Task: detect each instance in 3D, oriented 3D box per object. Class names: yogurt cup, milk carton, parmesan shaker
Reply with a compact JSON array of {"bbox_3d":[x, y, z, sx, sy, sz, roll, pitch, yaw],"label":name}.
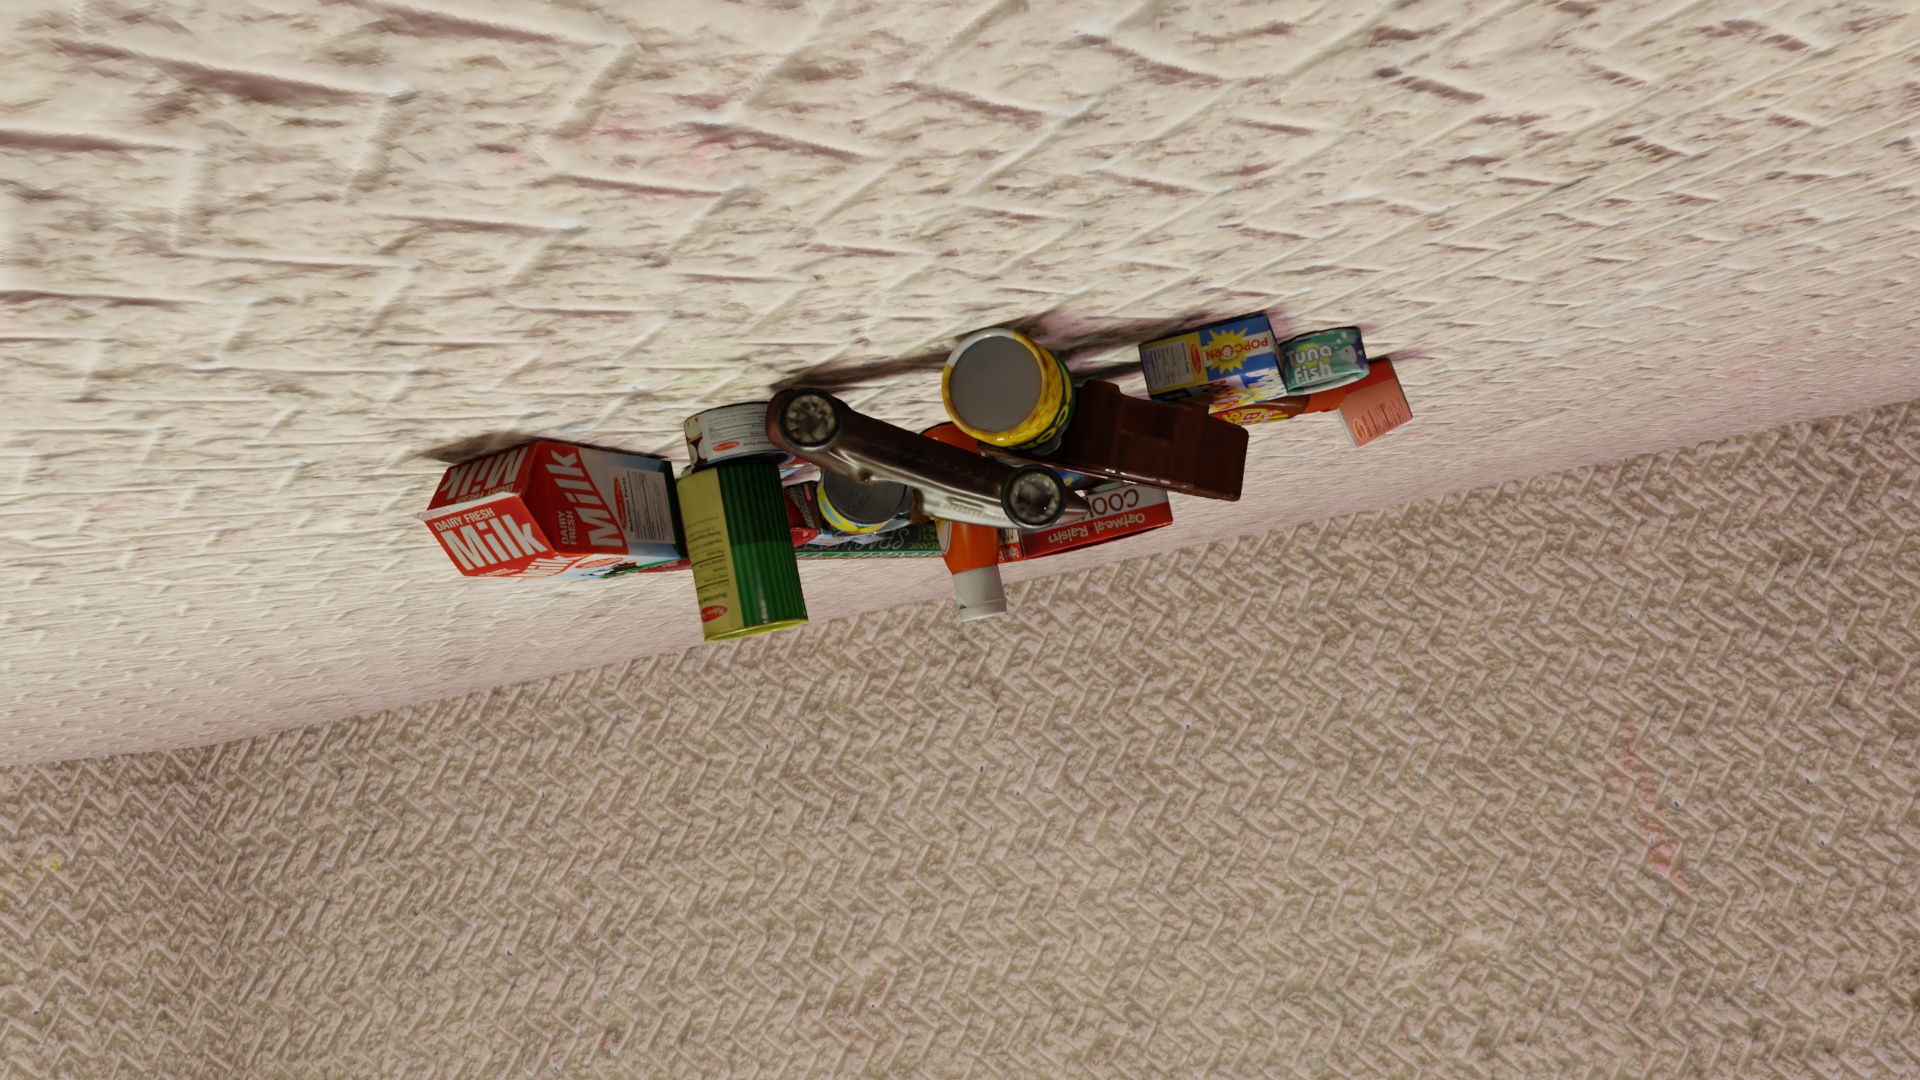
[{"bbox_3d":[0.338,-0.116,1.148,0.054,0.072,0.072,-22,171,19],"label":"yogurt cup"},{"bbox_3d":[-0.260,-0.017,0.893,0.072,0.073,0.191,-13,174,19],"label":"milk carton"},{"bbox_3d":[-0.136,0.007,0.876,0.071,0.103,0.071,-11,174,-1],"label":"parmesan shaker"}]

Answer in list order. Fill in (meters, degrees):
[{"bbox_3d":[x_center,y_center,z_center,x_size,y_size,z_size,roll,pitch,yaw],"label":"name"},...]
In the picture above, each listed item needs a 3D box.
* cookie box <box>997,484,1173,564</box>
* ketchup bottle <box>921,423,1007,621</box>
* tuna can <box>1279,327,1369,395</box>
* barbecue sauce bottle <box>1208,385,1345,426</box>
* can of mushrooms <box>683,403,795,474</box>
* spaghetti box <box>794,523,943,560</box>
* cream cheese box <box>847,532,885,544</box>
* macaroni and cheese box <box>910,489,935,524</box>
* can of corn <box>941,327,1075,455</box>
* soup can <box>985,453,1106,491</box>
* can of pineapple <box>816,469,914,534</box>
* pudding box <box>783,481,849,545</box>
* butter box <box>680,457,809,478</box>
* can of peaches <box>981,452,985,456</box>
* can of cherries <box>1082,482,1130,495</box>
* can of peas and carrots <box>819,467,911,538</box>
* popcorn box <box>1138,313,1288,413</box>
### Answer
[{"bbox_3d":[0.086,-0.012,1.122,0.123,0.040,0.167,-14,180,-11],"label":"cookie box"},{"bbox_3d":[0.004,-0.013,1.067,0.043,0.149,0.064,-10,174,-20],"label":"ketchup bottle"},{"bbox_3d":[0.261,-0.129,1.009,0.071,0.033,0.071,-11,175,-1],"label":"tuna can"},{"bbox_3d":[0.229,-0.111,1.071,0.149,0.043,0.064,-9,172,-26],"label":"barbecue sauce bottle"},{"bbox_3d":[-0.141,-0.063,0.883,0.071,0.033,0.071,-12,174,-1],"label":"can of mushrooms"},{"bbox_3d":[-0.125,0.002,1.337,0.250,0.029,0.050,-1,172,3],"label":"spaghetti box"},{"bbox_3d":[-0.092,-0.028,1.215,0.024,0.053,0.104,-14,174,7],"label":"cream cheese box"},{"bbox_3d":[0.025,-0.045,1.337,0.124,0.040,0.166,-8,173,-18],"label":"macaroni and cheese box"},{"bbox_3d":[0.029,-0.085,0.809,0.071,0.071,0.058,-13,173,18],"label":"can of corn"},{"bbox_3d":[0.071,-0.065,1.062,0.084,0.071,0.071,-9,174,-46],"label":"soup can"},{"bbox_3d":[-0.074,-0.039,1.064,0.071,0.071,0.057,-10,175,-13],"label":"can of pineapple"},{"bbox_3d":[-0.124,-0.022,1.225,0.030,0.049,0.084,-14,173,15],"label":"pudding box"},{"bbox_3d":[-0.157,-0.052,1.001,0.053,0.024,0.103,-6,172,-36],"label":"butter box"},{"bbox_3d":[0.022,-0.049,1.209,0.071,0.058,0.071,-12,174,-1],"label":"can of peaches"},{"bbox_3d":[0.151,-0.061,1.271,0.058,0.071,0.071,-6,172,-39],"label":"can of cherries"},{"bbox_3d":[-0.076,-0.037,1.128,0.071,0.059,0.071,-12,174,-1],"label":"can of peas and carrots"},{"bbox_3d":[0.175,-0.116,0.946,0.085,0.038,0.127,-13,174,16],"label":"popcorn box"}]
